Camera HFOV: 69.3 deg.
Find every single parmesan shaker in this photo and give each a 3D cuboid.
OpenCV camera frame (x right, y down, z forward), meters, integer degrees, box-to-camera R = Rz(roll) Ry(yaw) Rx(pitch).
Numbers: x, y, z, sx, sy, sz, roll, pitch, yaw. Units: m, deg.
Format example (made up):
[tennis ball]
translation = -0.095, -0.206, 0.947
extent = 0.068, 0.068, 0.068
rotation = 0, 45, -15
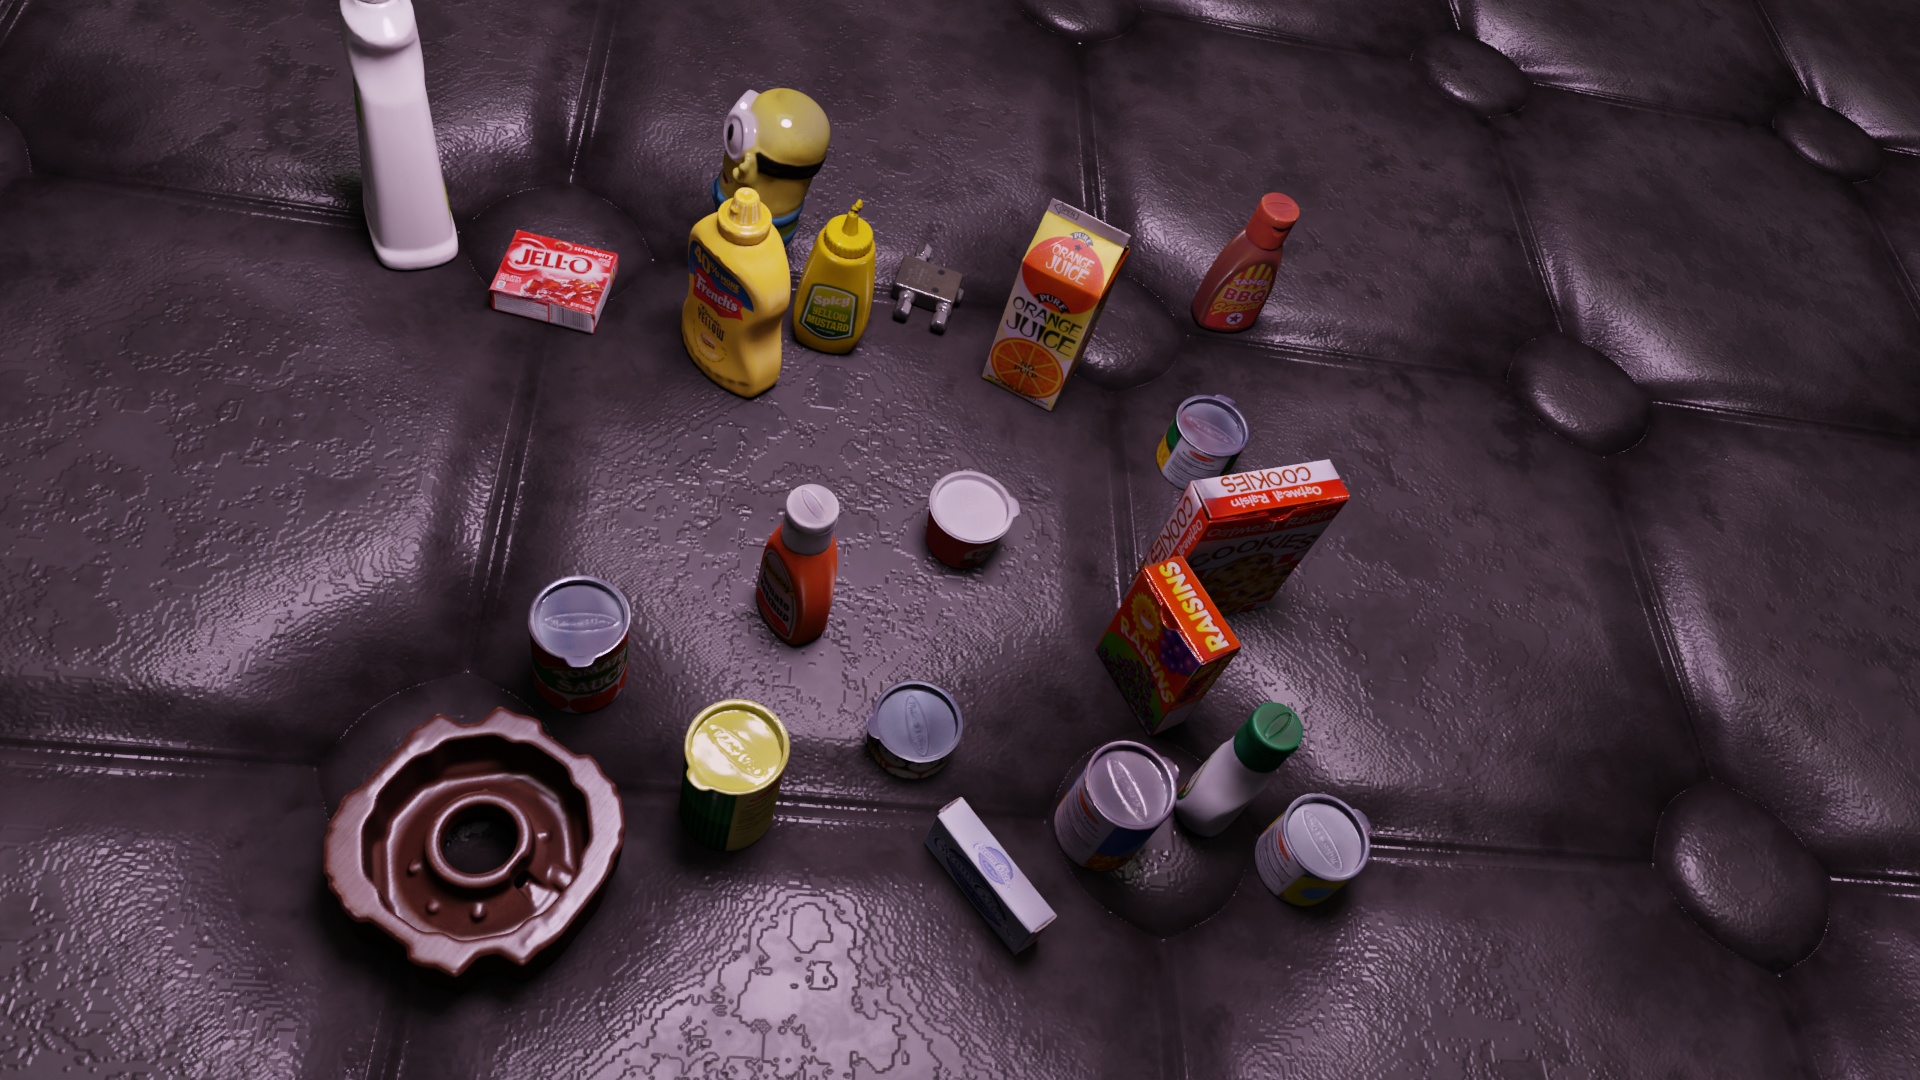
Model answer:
[parmesan shaker]
translation = -0.155, 0.160, 0.924
extent = 0.071, 0.102, 0.071
rotation = 7, 56, -10

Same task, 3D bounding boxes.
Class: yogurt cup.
[yogurt cup]
translation = 0.004, -0.014, 1.113
extent = 0.072, 0.053, 0.073
rotation = 7, 55, -10

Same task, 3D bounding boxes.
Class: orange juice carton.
[orange juice carton]
translation = 0.084, -0.205, 1.178
extent = 0.072, 0.191, 0.073
rotation = 27, 55, 4

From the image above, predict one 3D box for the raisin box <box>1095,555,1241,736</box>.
[raisin box]
translation = 0.153, 0.081, 1.046
extent = 0.040, 0.122, 0.086
rotation = -17, 63, -24

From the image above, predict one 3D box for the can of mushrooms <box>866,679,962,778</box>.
[can of mushrooms]
translation = -0.036, 0.138, 1.013
extent = 0.071, 0.033, 0.071
rotation = 7, 55, -10

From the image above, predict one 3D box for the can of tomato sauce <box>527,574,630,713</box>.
[can of tomato sauce]
translation = -0.264, 0.075, 0.965
extent = 0.071, 0.082, 0.071
rotation = 7, 56, -10

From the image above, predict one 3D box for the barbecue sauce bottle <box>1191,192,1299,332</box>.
[barbecue sauce bottle]
translation = 0.268, -0.256, 1.288
extent = 0.065, 0.147, 0.044
rotation = 0, 57, -15

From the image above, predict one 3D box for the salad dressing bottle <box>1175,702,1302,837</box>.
[salad dressing bottle]
translation = 0.198, 0.163, 0.987
extent = 0.064, 0.146, 0.044
rotation = -35, 71, -31

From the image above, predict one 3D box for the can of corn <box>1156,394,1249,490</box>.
[can of corn]
translation = 0.212, -0.085, 1.213
extent = 0.071, 0.058, 0.071
rotation = 7, 55, -10

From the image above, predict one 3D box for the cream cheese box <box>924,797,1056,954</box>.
[cream cheese box]
translation = 0.019, 0.231, 0.952
extent = 0.024, 0.053, 0.104
rotation = -30, 69, -29

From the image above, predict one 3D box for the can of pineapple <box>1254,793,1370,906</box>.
[can of pineapple]
translation = 0.258, 0.227, 1.015
extent = 0.071, 0.057, 0.071
rotation = 7, 55, -10

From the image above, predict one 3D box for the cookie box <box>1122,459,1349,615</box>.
[cookie box]
translation = 0.212, 0.007, 1.084
extent = 0.123, 0.166, 0.040
rotation = -10, 60, -20

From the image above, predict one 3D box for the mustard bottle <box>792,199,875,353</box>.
[mustard bottle]
translation = -0.102, -0.224, 1.162
extent = 0.065, 0.159, 0.049
rotation = 13, 55, -6

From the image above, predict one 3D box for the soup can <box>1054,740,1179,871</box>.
[soup can]
translation = 0.111, 0.189, 0.986
extent = 0.071, 0.083, 0.072
rotation = 7, 56, -10

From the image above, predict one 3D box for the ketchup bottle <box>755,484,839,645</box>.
[ketchup bottle]
translation = -0.115, 0.015, 1.004
extent = 0.044, 0.148, 0.065
rotation = -26, 67, -28
